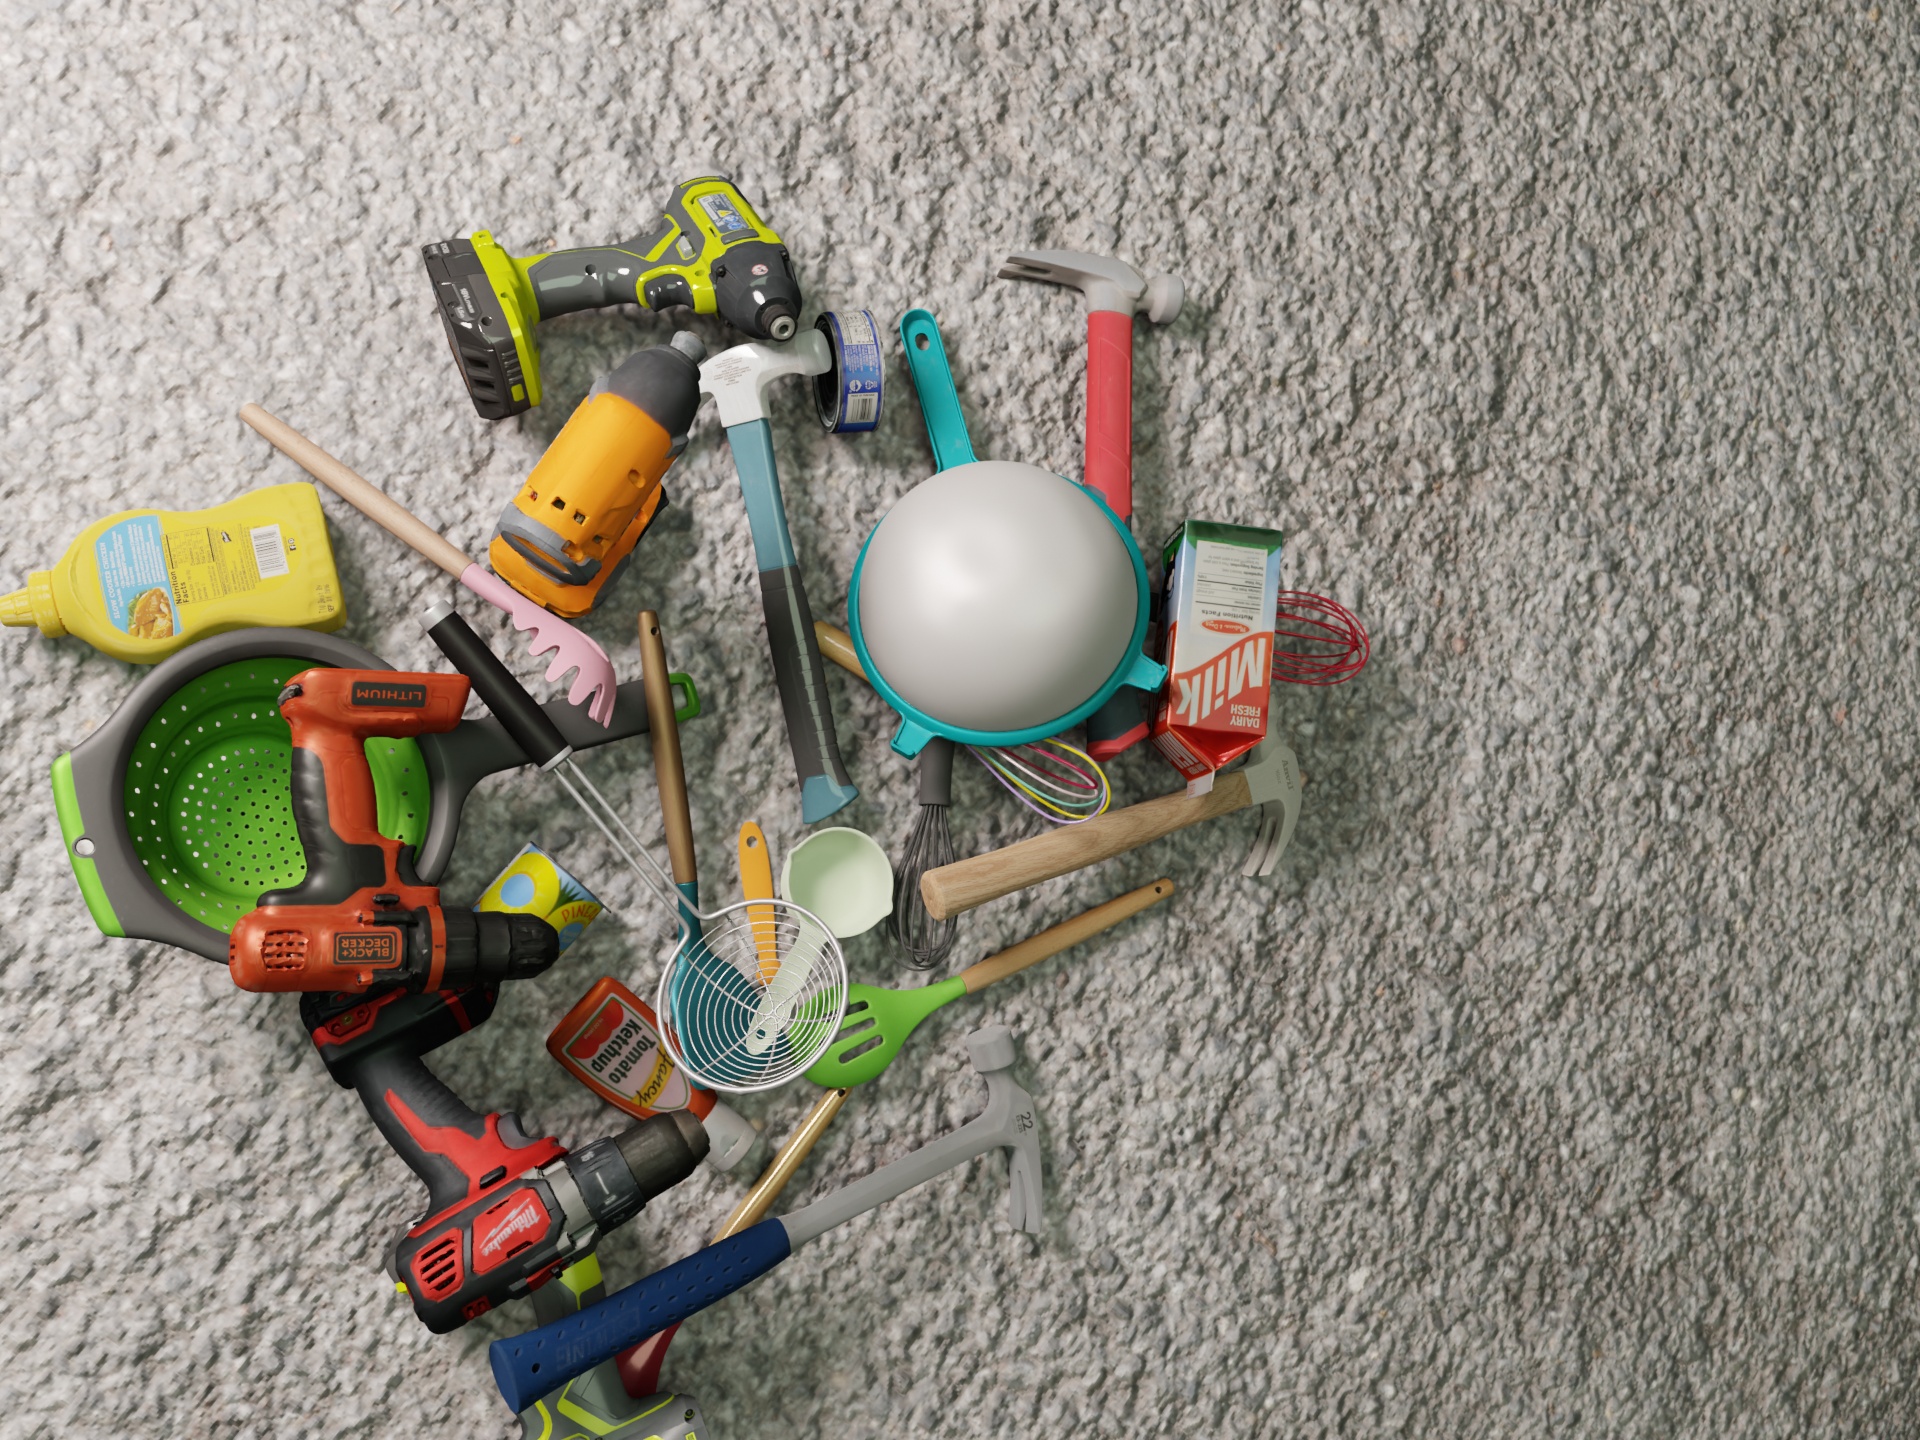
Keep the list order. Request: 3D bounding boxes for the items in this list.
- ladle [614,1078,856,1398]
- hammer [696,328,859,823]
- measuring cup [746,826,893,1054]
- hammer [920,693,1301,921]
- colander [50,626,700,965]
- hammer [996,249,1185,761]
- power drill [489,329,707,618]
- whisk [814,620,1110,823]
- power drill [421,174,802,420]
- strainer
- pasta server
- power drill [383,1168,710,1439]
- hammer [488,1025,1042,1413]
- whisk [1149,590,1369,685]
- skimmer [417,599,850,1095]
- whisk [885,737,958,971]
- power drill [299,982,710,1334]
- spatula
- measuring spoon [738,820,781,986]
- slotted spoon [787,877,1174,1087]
[{"bbox_3d":[-0.168,0.368,1.071,0.069,0.031,0.315,41,73,-9],"label":"ladle"},{"bbox_3d":[-0.122,-0.092,1.099,0.128,0.033,0.331,-10,96,14],"label":"hammer"},{"bbox_3d":[-0.108,0.153,1.095,0.083,0.038,0.168,31,72,-11],"label":"measuring cup"},{"bbox_3d":[0.119,0.082,1.158,0.331,0.031,0.130,-17,92,-28],"label":"hammer"},{"bbox_3d":[-0.356,0.033,1.016,0.397,0.094,0.204,-17,89,-36],"label":"colander"},{"bbox_3d":[0.094,-0.162,1.164,0.143,0.038,0.386,6,74,-16],"label":"hammer"},{"bbox_3d":[-0.222,-0.150,0.990,0.084,0.226,0.164,35,76,-13],"label":"power drill"},{"bbox_3d":[-0.001,-0.005,1.111,0.245,0.047,0.051,31,65,9],"label":"whisk"},{"bbox_3d":[-0.223,-0.279,1.044,0.223,0.080,0.171,-19,49,-16],"label":"power drill"},{"bbox_3d":[0.007,-0.154,1.089,0.211,0.095,0.341,-15,73,0],"label":"strainer"},{"bbox_3d":[-0.339,-0.104,1.012,0.316,0.060,0.040,36,82,6],"label":"pasta server"},{"bbox_3d":[-0.273,0.407,0.987,0.190,0.080,0.228,-18,82,-16],"label":"power drill"},{"bbox_3d":[-0.104,0.335,1.028,0.405,0.035,0.144,-17,92,-37],"label":"hammer"},{"bbox_3d":[0.173,-0.081,1.206,0.295,0.073,0.073,11,82,-10],"label":"whisk"},{"bbox_3d":[-0.211,0.072,0.987,0.127,0.090,0.363,-39,100,-9],"label":"skimmer"},{"bbox_3d":[-0.022,0.059,1.137,0.055,0.055,0.239,7,79,-17],"label":"whisk"},{"bbox_3d":[-0.278,0.229,0.966,0.188,0.080,0.227,-27,65,-20],"label":"power drill"},{"bbox_3d":[-0.180,0.083,1.065,0.082,0.044,0.317,-14,99,-42],"label":"spatula"},{"bbox_3d":[-0.139,0.128,1.107,0.021,0.011,0.117,-8,88,-18],"label":"measuring spoon"},{"bbox_3d":[0.023,0.178,1.148,0.313,0.031,0.070,-22,77,-20],"label":"slotted spoon"}]
